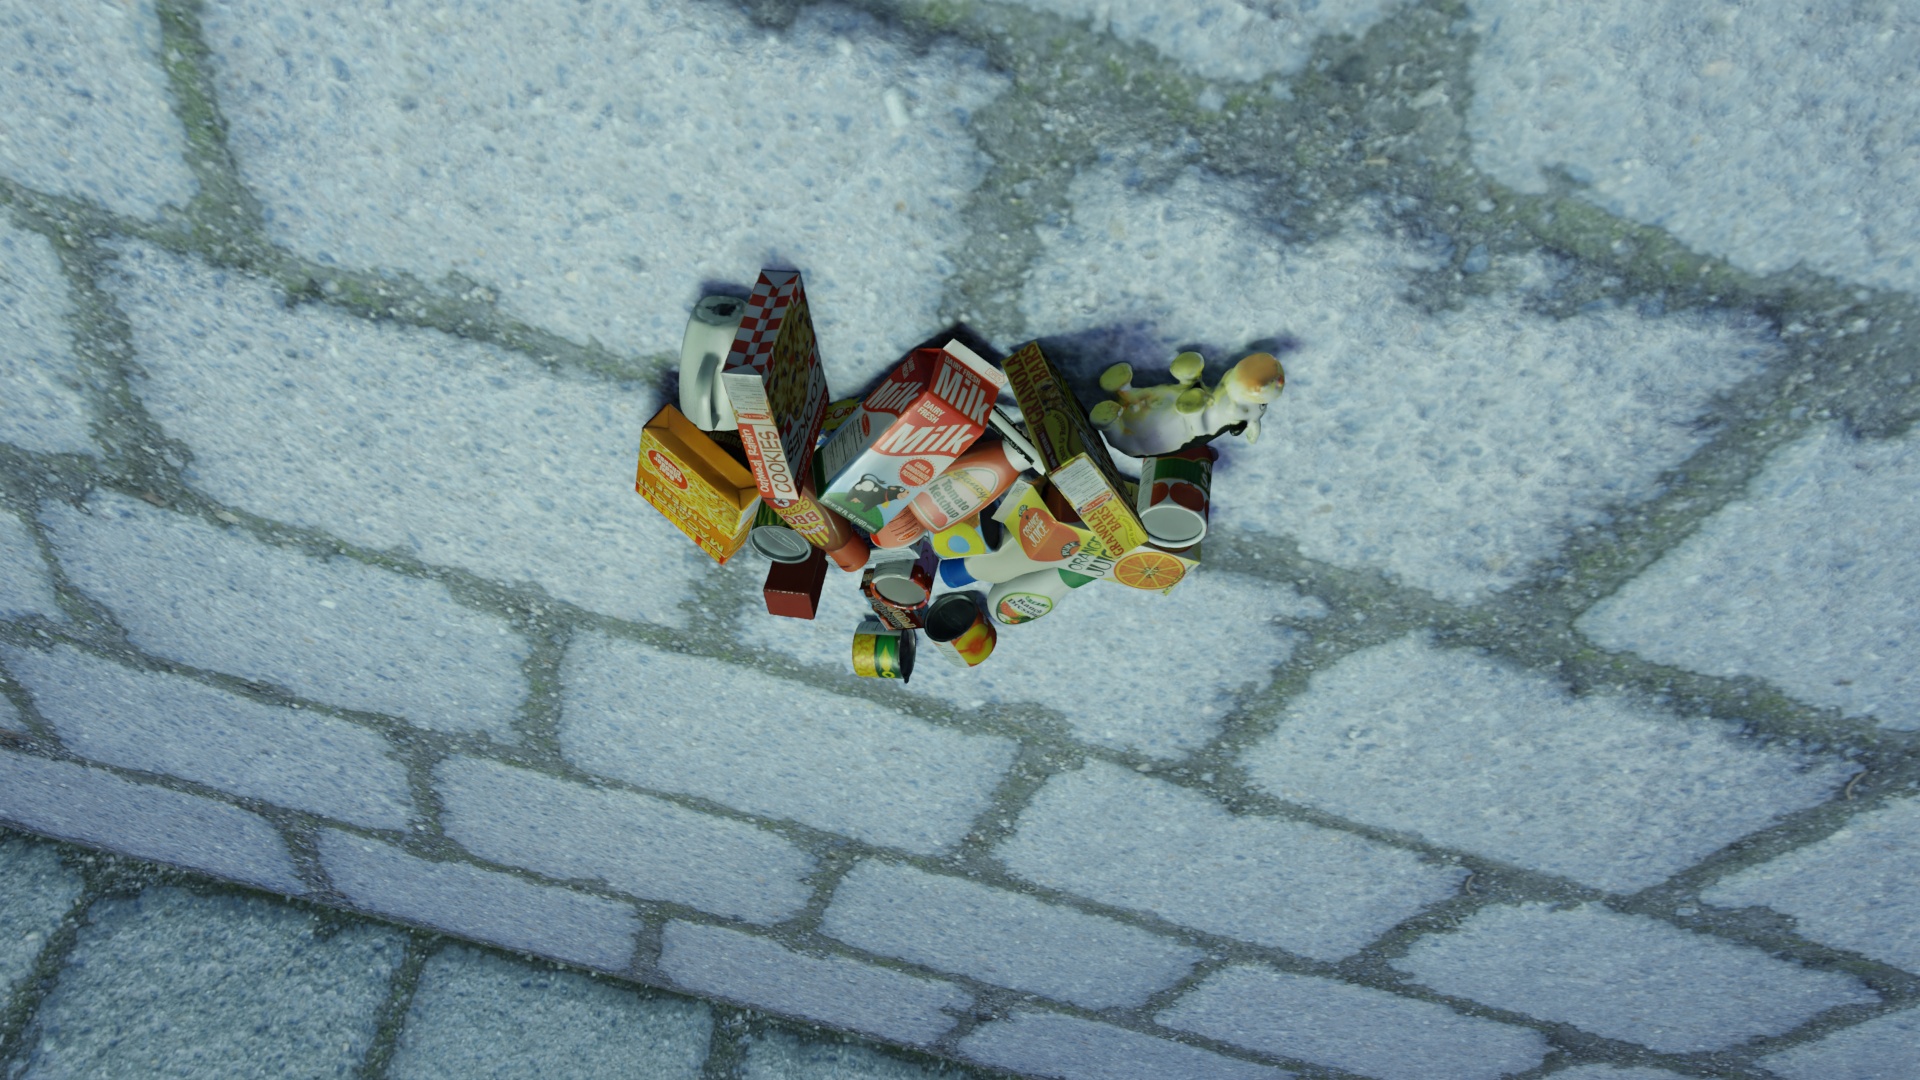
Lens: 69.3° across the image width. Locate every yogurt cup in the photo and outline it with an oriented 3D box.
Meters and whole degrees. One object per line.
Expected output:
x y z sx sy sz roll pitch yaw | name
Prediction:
-0.068 -0.032 1.395 0.072 0.073 0.053 -6 133 23 | yogurt cup

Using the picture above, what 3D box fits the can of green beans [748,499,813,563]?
-0.182 -0.018 1.451 0.071 0.058 0.071 8 144 6 | can of green beans

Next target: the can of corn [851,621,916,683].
-0.089 0.130 1.619 0.058 0.071 0.071 2 143 15 | can of corn

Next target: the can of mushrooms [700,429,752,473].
-0.234 -0.092 1.385 0.071 0.034 0.070 8 144 6 | can of mushrooms

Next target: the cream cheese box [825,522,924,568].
-0.088 -0.003 1.449 0.103 0.053 0.024 -7 142 25 | cream cheese box

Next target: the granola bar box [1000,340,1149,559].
0.098 -0.079 1.195 0.039 0.166 0.124 -31 132 12 | granola bar box

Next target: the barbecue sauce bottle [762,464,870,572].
-0.141 -0.024 1.374 0.065 0.044 0.148 -5 142 32 | barbecue sauce bottle

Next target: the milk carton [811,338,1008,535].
-0.045 -0.100 1.253 0.072 0.074 0.190 32 117 -32 | milk carton

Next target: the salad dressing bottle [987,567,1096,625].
0.091 0.046 1.474 0.064 0.044 0.147 31 140 -27 | salad dressing bottle

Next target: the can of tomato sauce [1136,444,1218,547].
0.200 -0.045 1.282 0.071 0.083 0.070 8 145 6 | can of tomato sauce

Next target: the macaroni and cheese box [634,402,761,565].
-0.258 -0.051 1.365 0.124 0.040 0.166 41 156 1 | macaroni and cheese box

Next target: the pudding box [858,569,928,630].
-0.075 0.066 1.561 0.049 0.030 0.083 -4 142 22 | pudding box

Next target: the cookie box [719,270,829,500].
-0.161 -0.134 1.227 0.040 0.123 0.166 6 144 10 | cookie box

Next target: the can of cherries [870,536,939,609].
-0.058 0.034 1.487 0.071 0.059 0.071 8 144 6 | can of cherries

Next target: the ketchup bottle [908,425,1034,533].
0.019 -0.064 1.318 0.148 0.044 0.064 -28 114 23 | ketchup bottle

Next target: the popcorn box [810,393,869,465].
-0.123 -0.090 1.352 0.126 0.038 0.085 -11 138 29 | popcorn box

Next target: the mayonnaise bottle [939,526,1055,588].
0.043 0.014 1.448 0.147 0.041 0.064 -20 133 38 | mayonnaise bottle

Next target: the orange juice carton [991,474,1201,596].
0.131 -0.015 1.339 0.193 0.073 0.071 15 145 -15 | orange juice carton

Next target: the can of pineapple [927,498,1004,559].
0.005 -0.017 1.392 0.058 0.071 0.070 -7 141 24 | can of pineapple

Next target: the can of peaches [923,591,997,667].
0.002 0.099 1.556 0.071 0.071 0.058 -8 140 25 | can of peaches
